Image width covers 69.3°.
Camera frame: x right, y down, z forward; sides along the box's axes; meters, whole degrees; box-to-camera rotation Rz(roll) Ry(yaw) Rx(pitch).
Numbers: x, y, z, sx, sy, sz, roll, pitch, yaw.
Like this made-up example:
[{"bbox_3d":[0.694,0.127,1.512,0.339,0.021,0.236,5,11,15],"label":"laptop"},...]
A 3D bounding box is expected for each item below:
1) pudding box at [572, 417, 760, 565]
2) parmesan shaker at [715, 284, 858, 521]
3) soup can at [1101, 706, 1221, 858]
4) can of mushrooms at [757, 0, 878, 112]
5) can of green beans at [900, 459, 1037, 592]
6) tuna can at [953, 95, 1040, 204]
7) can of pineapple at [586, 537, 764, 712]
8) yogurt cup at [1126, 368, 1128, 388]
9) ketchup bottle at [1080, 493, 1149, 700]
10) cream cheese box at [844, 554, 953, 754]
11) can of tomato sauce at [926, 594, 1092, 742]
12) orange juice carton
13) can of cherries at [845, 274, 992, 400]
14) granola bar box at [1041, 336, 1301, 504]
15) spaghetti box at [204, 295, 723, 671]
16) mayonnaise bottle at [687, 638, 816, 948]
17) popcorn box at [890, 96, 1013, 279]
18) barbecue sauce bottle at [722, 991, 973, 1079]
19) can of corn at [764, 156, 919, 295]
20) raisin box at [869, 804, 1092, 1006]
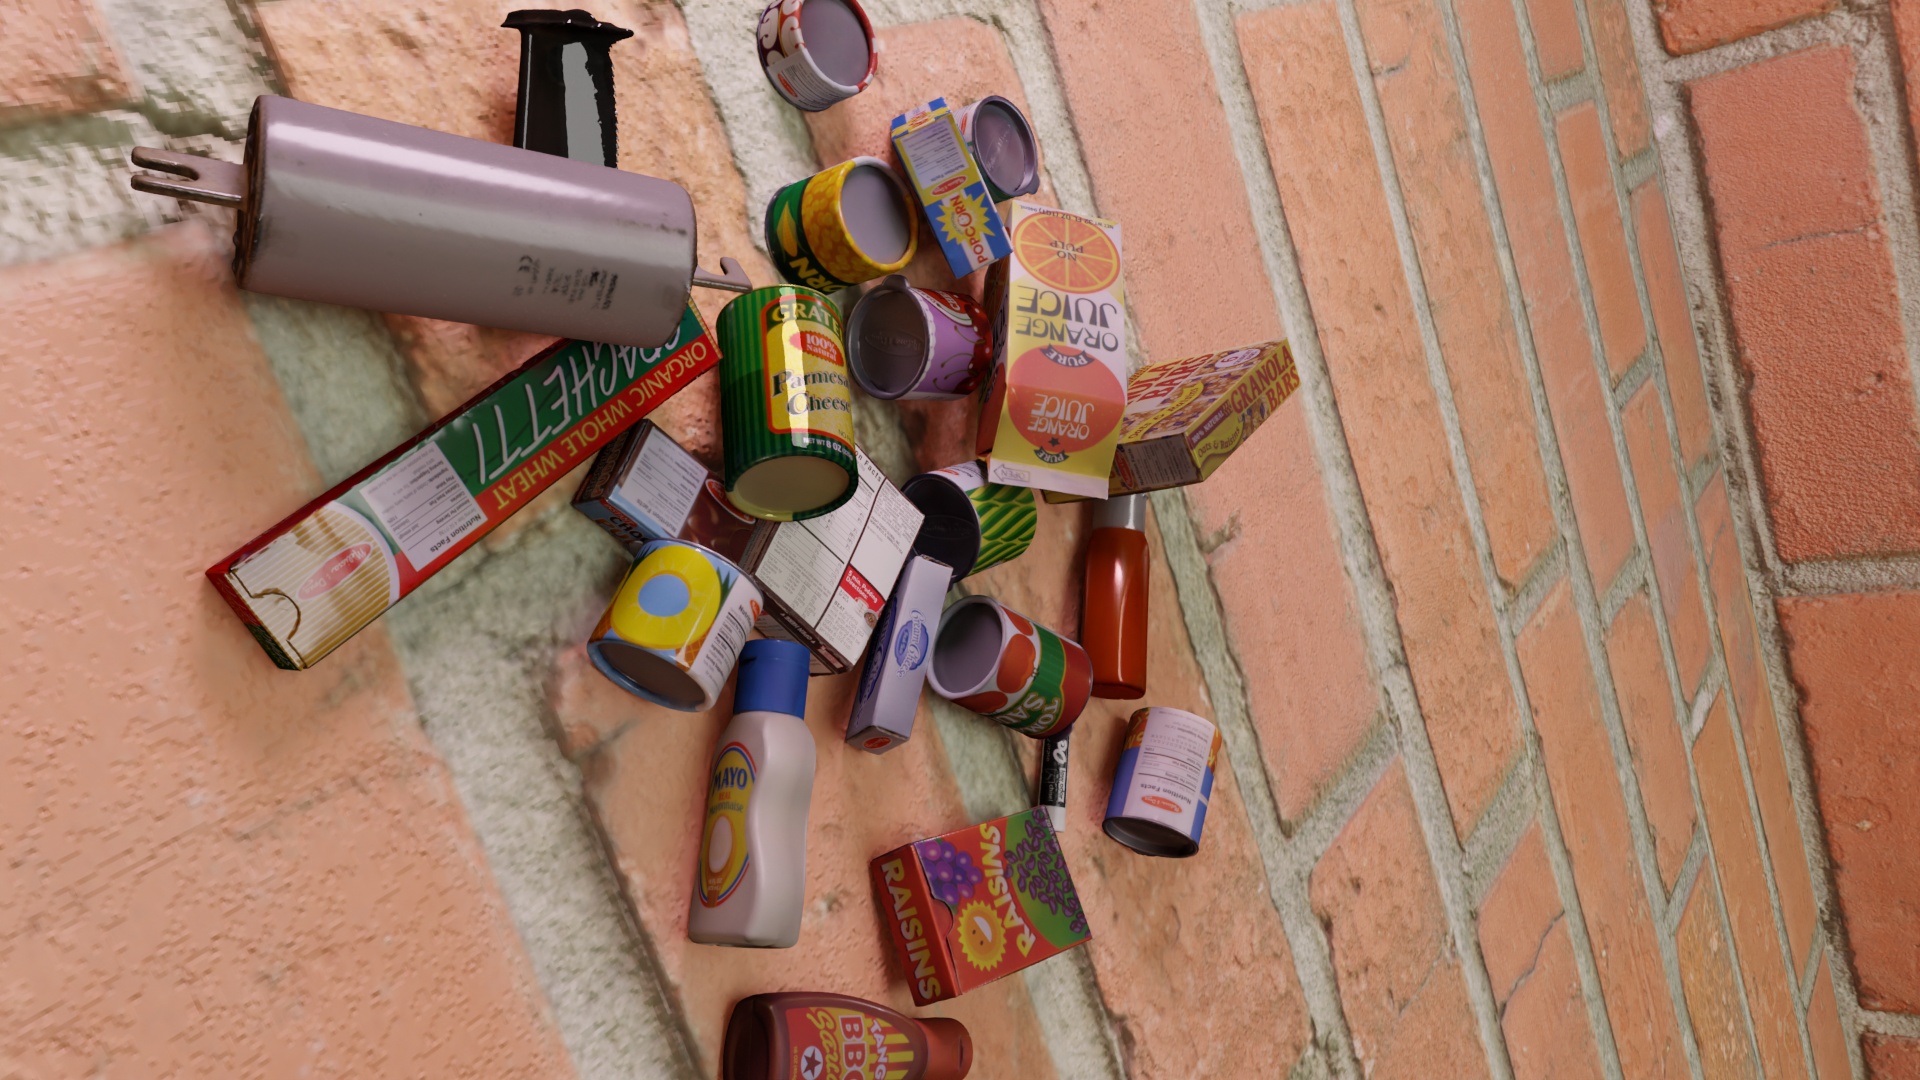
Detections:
[{"bbox_3d":[-0.143,-0.015,0.684,0.083,0.030,0.050,43,53,-36],"label":"pudding box"},{"bbox_3d":[-0.086,-0.068,0.706,0.071,0.071,0.103,24,47,-44],"label":"parmesan shaker"},{"bbox_3d":[0.138,0.166,0.950,0.071,0.071,0.084,43,53,-36],"label":"soup can"},{"bbox_3d":[-0.081,-0.286,0.797,0.071,0.033,0.071,9,77,-47],"label":"can of mushrooms"},{"bbox_3d":[0.003,-0.013,0.823,0.058,0.071,0.071,-18,98,-49],"label":"can of green beans"},{"bbox_3d":[0.019,-0.251,0.905,0.071,0.033,0.071,10,77,-48],"label":"tuna can"},{"bbox_3d":[-0.136,0.040,0.657,0.071,0.071,0.058,46,52,-34],"label":"can of pineapple"},{"bbox_3d":[0.069,-0.104,0.916,0.054,0.072,0.072,-33,109,-38],"label":"yogurt cup"},{"bbox_3d":[0.107,0.031,0.948,0.064,0.043,0.149,39,53,-63],"label":"ketchup bottle"},{"bbox_3d":[-0.035,0.064,0.774,0.024,0.053,0.104,21,65,-16],"label":"cream cheese box"},{"bbox_3d":[0.029,0.078,0.836,0.083,0.071,0.071,30,62,-42],"label":"can of tomato sauce"},{"bbox_3d":[0.053,-0.107,0.831,0.072,0.072,0.193,10,55,-10],"label":"orange juice carton"},{"bbox_3d":[-0.023,-0.117,0.808,0.058,0.071,0.071,-5,87,-49],"label":"can of cherries"},{"bbox_3d":[0.143,-0.082,0.949,0.166,0.124,0.039,-40,114,-44],"label":"granola bar box"},{"bbox_3d":[-0.203,-0.039,0.608,0.251,0.028,0.050,-46,119,-38],"label":"spaghetti box"},{"bbox_3d":[-0.100,0.124,0.689,0.041,0.064,0.148,19,65,-37],"label":"mayonnaise bottle"},{"bbox_3d":[-0.007,-0.210,0.816,0.127,0.038,0.085,-97,163,-68],"label":"popcorn box"},{"bbox_3d":[-0.055,0.270,0.727,0.148,0.043,0.065,19,64,-46],"label":"barbecue sauce bottle"},{"bbox_3d":[-0.065,-0.173,0.777,0.071,0.058,0.071,10,76,-47],"label":"can of corn"},{"bbox_3d":[0.014,0.208,0.802,0.123,0.040,0.086,-2,68,-49],"label":"raisin box"}]
